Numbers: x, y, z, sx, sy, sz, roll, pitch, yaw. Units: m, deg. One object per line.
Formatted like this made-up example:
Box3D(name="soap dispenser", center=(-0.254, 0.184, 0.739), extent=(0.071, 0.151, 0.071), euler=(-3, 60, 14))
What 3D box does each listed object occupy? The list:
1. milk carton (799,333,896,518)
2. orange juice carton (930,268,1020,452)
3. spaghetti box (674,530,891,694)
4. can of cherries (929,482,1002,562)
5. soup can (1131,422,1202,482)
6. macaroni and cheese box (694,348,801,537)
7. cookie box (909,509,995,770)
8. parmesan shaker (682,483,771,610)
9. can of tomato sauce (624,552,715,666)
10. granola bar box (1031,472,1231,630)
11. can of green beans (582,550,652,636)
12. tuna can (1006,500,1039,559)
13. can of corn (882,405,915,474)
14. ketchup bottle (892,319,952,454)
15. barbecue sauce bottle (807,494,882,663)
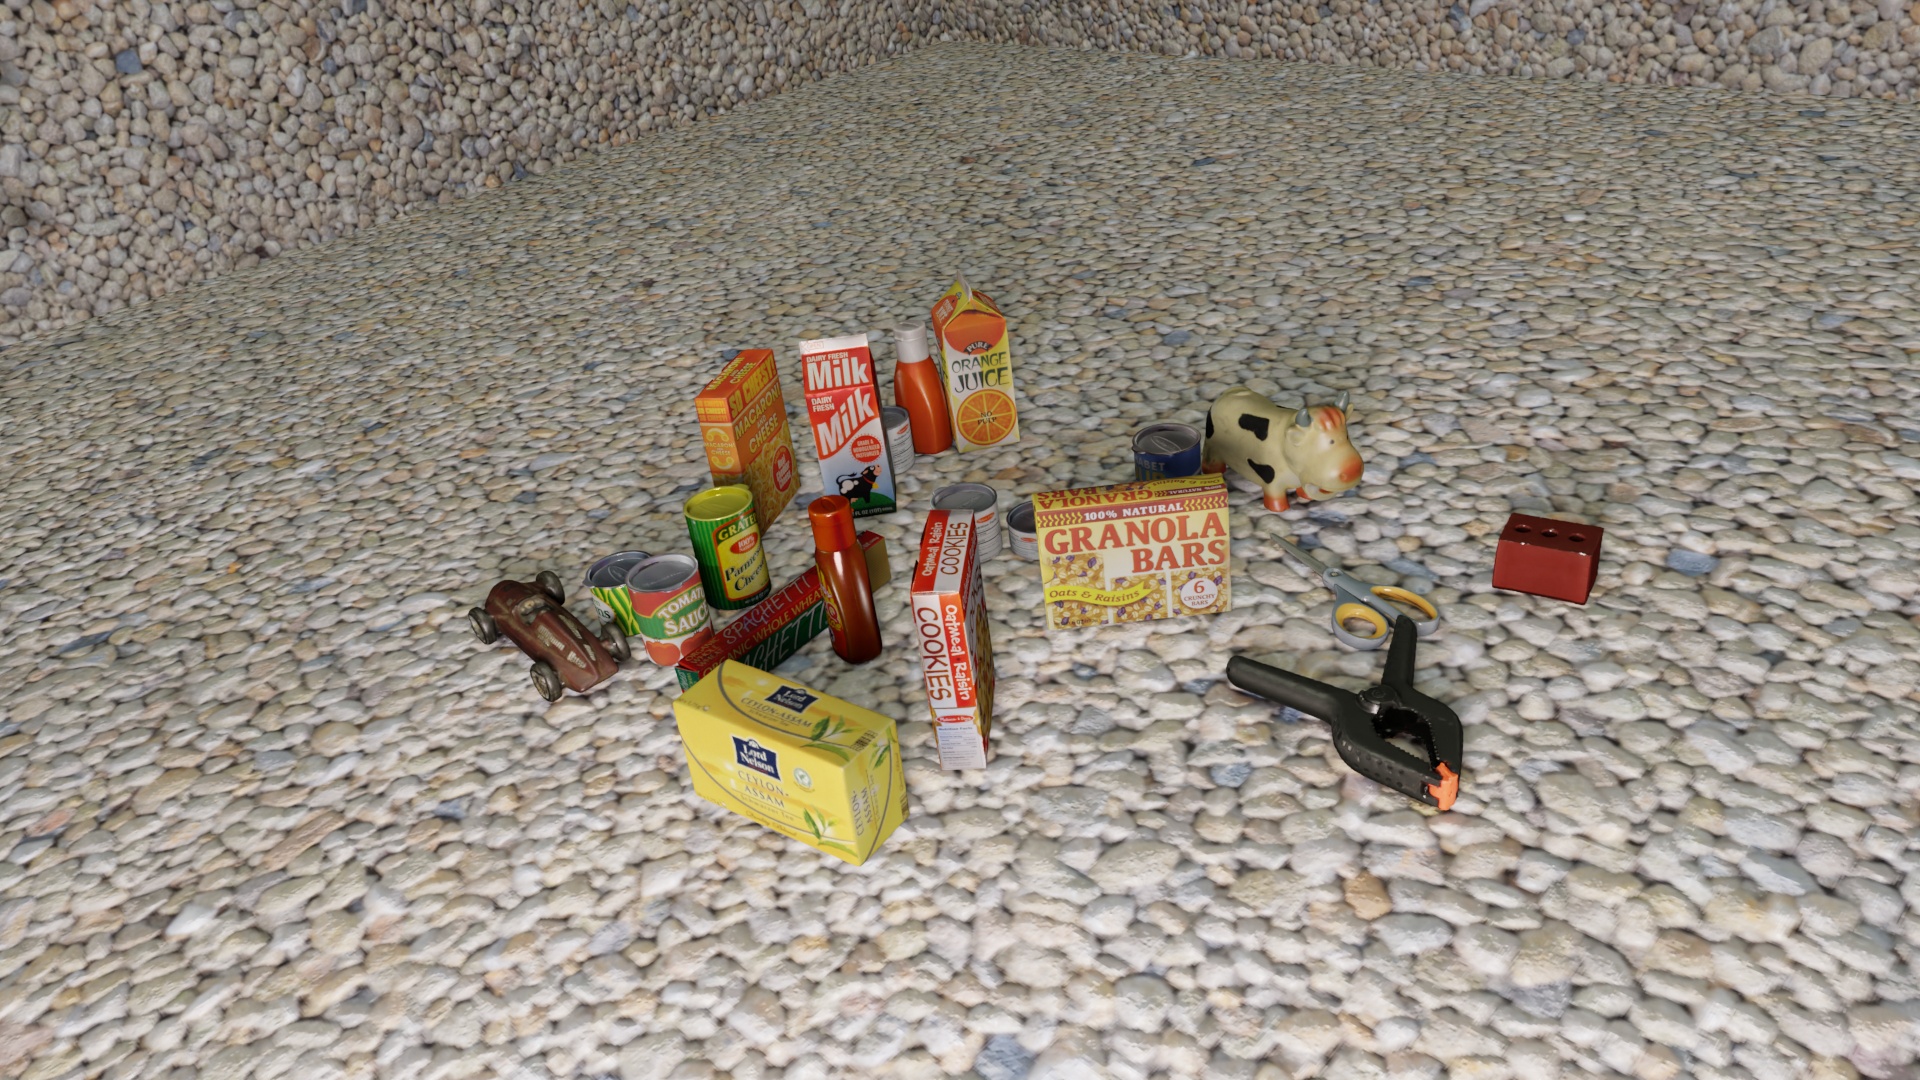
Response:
Box3D(name="milk carton", center=(-0.116, -0.123, 1.443), extent=(0.072, 0.189, 0.074), euler=(-8, 30, 1))
Box3D(name="orange juice carton", center=(0.015, -0.202, 1.544), extent=(0.073, 0.191, 0.072), euler=(-12, 30, -6))
Box3D(name="spaghetti box", center=(-0.154, 0.071, 1.260), extent=(0.029, 0.050, 0.251), euler=(16, 38, 35))
Box3D(name="can of cherries", center=(0.005, -0.017, 1.364), extent=(0.071, 0.058, 0.072), euler=(-6, 30, 4))
Box3D(name="soup can", center=(0.203, -0.064, 1.370), extent=(0.071, 0.083, 0.072), euler=(-6, 30, 4))
Box3D(name="macaroni and cheese box", center=(-0.221, -0.100, 1.455), extent=(0.040, 0.165, 0.124), euler=(2, 31, 17))
Box3D(name="cookie box", center=(-0.004, 0.077, 1.097), extent=(0.040, 0.166, 0.123), euler=(-4, 30, 8))
Box3D(name="parmesan shaker", center=(-0.221, 0.006, 1.335), extent=(0.071, 0.102, 0.071), euler=(-6, 30, 4))
Box3D(name="can of tomato sauce", center=(-0.262, 0.064, 1.266), extent=(0.071, 0.082, 0.071), euler=(-6, 30, 4))
Box3D(name="granola bar box", center=(0.151, 0.011, 1.215), extent=(0.165, 0.123, 0.039), euler=(-6, 30, 3))
Box3D(name="can of green beans", center=(-0.318, 0.051, 1.328), extent=(0.071, 0.057, 0.071), euler=(-6, 30, 4))
Box3D(name="tuna can", center=(0.081, -0.012, 1.362), extent=(0.071, 0.032, 0.071), euler=(-6, 30, 4))
Box3D(name="can of corn", center=(-0.088, -0.111, 1.548), extent=(0.071, 0.058, 0.071), euler=(-6, 30, 4))
Box3D(name="ketchup bottle", center=(-0.047, -0.171, 1.552), extent=(0.065, 0.148, 0.044), euler=(20, 40, 40))
Box3D(name="barbecue sauce bottle", center=(-0.102, 0.032, 1.216), extent=(0.044, 0.147, 0.065), euler=(-18, 31, -16))
